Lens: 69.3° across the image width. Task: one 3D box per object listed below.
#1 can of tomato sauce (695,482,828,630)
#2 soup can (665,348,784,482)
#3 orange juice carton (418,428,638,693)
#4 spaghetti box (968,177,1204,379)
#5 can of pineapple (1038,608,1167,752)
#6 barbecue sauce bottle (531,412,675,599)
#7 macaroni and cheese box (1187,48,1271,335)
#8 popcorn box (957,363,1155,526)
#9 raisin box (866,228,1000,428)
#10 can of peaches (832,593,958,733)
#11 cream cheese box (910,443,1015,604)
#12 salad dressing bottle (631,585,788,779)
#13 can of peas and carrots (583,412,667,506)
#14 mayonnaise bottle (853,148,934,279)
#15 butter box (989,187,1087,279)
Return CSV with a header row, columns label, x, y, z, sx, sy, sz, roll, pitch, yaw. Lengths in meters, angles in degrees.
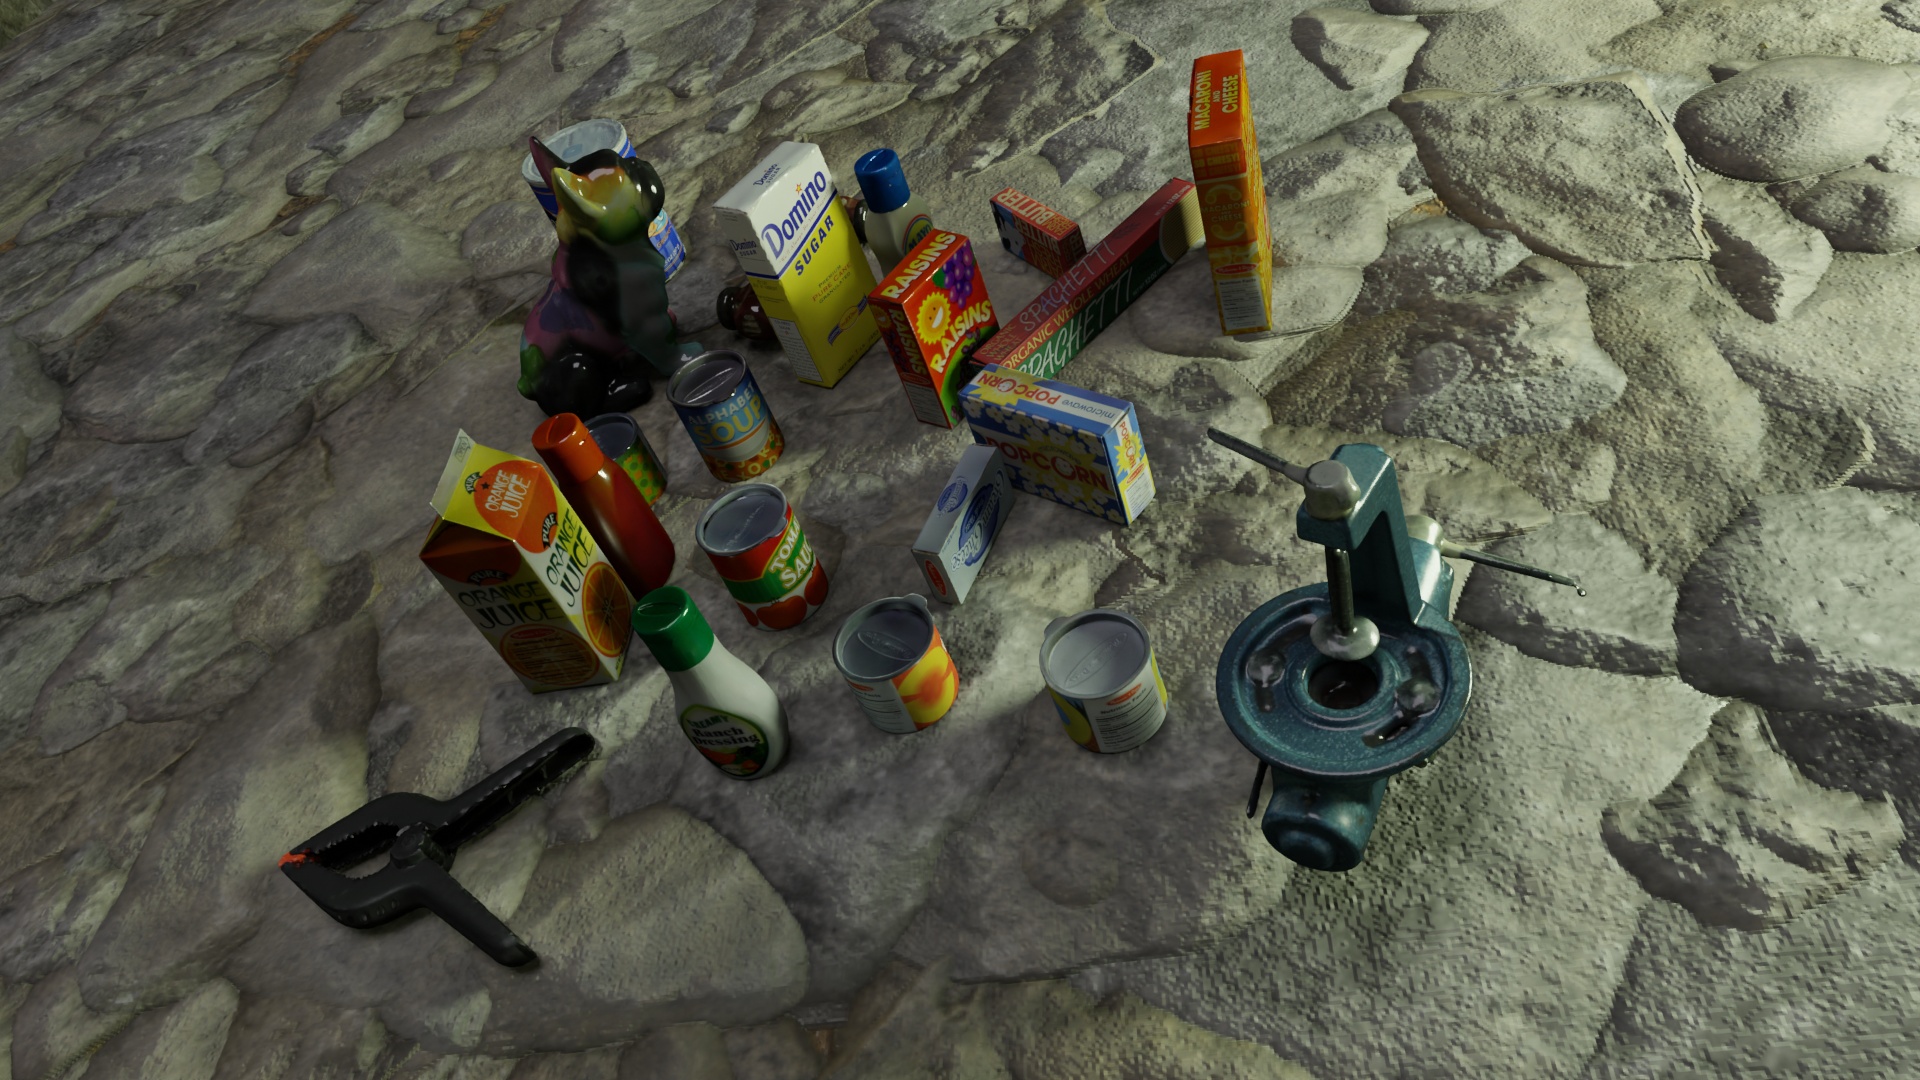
label,x,y,z,sx,sy,sz,roll,pitch,yaw
can of tomato sauce,-0.134,0.012,0.960,0.071,0.082,0.071,-12,44,12
soup can,-0.181,-0.095,1.086,0.071,0.083,0.072,-12,44,12
orange juice carton,-0.298,0.016,0.944,0.073,0.191,0.072,-10,45,14
spaghetti box,0.104,-0.195,1.092,0.029,0.050,0.251,27,62,39
can of pineapple,0.084,0.082,0.821,0.071,0.057,0.071,-12,44,12
barbecue sauce bottle,-0.256,-0.026,1.001,0.043,0.148,0.065,-11,44,13
macaroni and cheese box,0.201,-0.256,1.028,0.040,0.165,0.124,-6,46,18
popcorn box,0.067,-0.067,0.955,0.127,0.085,0.038,21,58,36
raisin box,-0.014,-0.159,1.052,0.040,0.122,0.086,20,57,36
can of peaches,-0.038,0.077,0.875,0.071,0.057,0.071,-12,44,12
cream cheese box,0.003,-0.012,0.950,0.024,0.053,0.104,7,50,28
salad dressing bottle,-0.152,0.088,0.846,0.064,0.147,0.044,-4,46,19
can of peas and carrots,-0.277,-0.057,1.105,0.071,0.058,0.071,-12,44,12
mayonnaise bottle,-0.046,-0.247,1.133,0.041,0.147,0.065,17,56,35
butter box,0.067,-0.254,1.164,0.024,0.053,0.104,-35,45,-13
